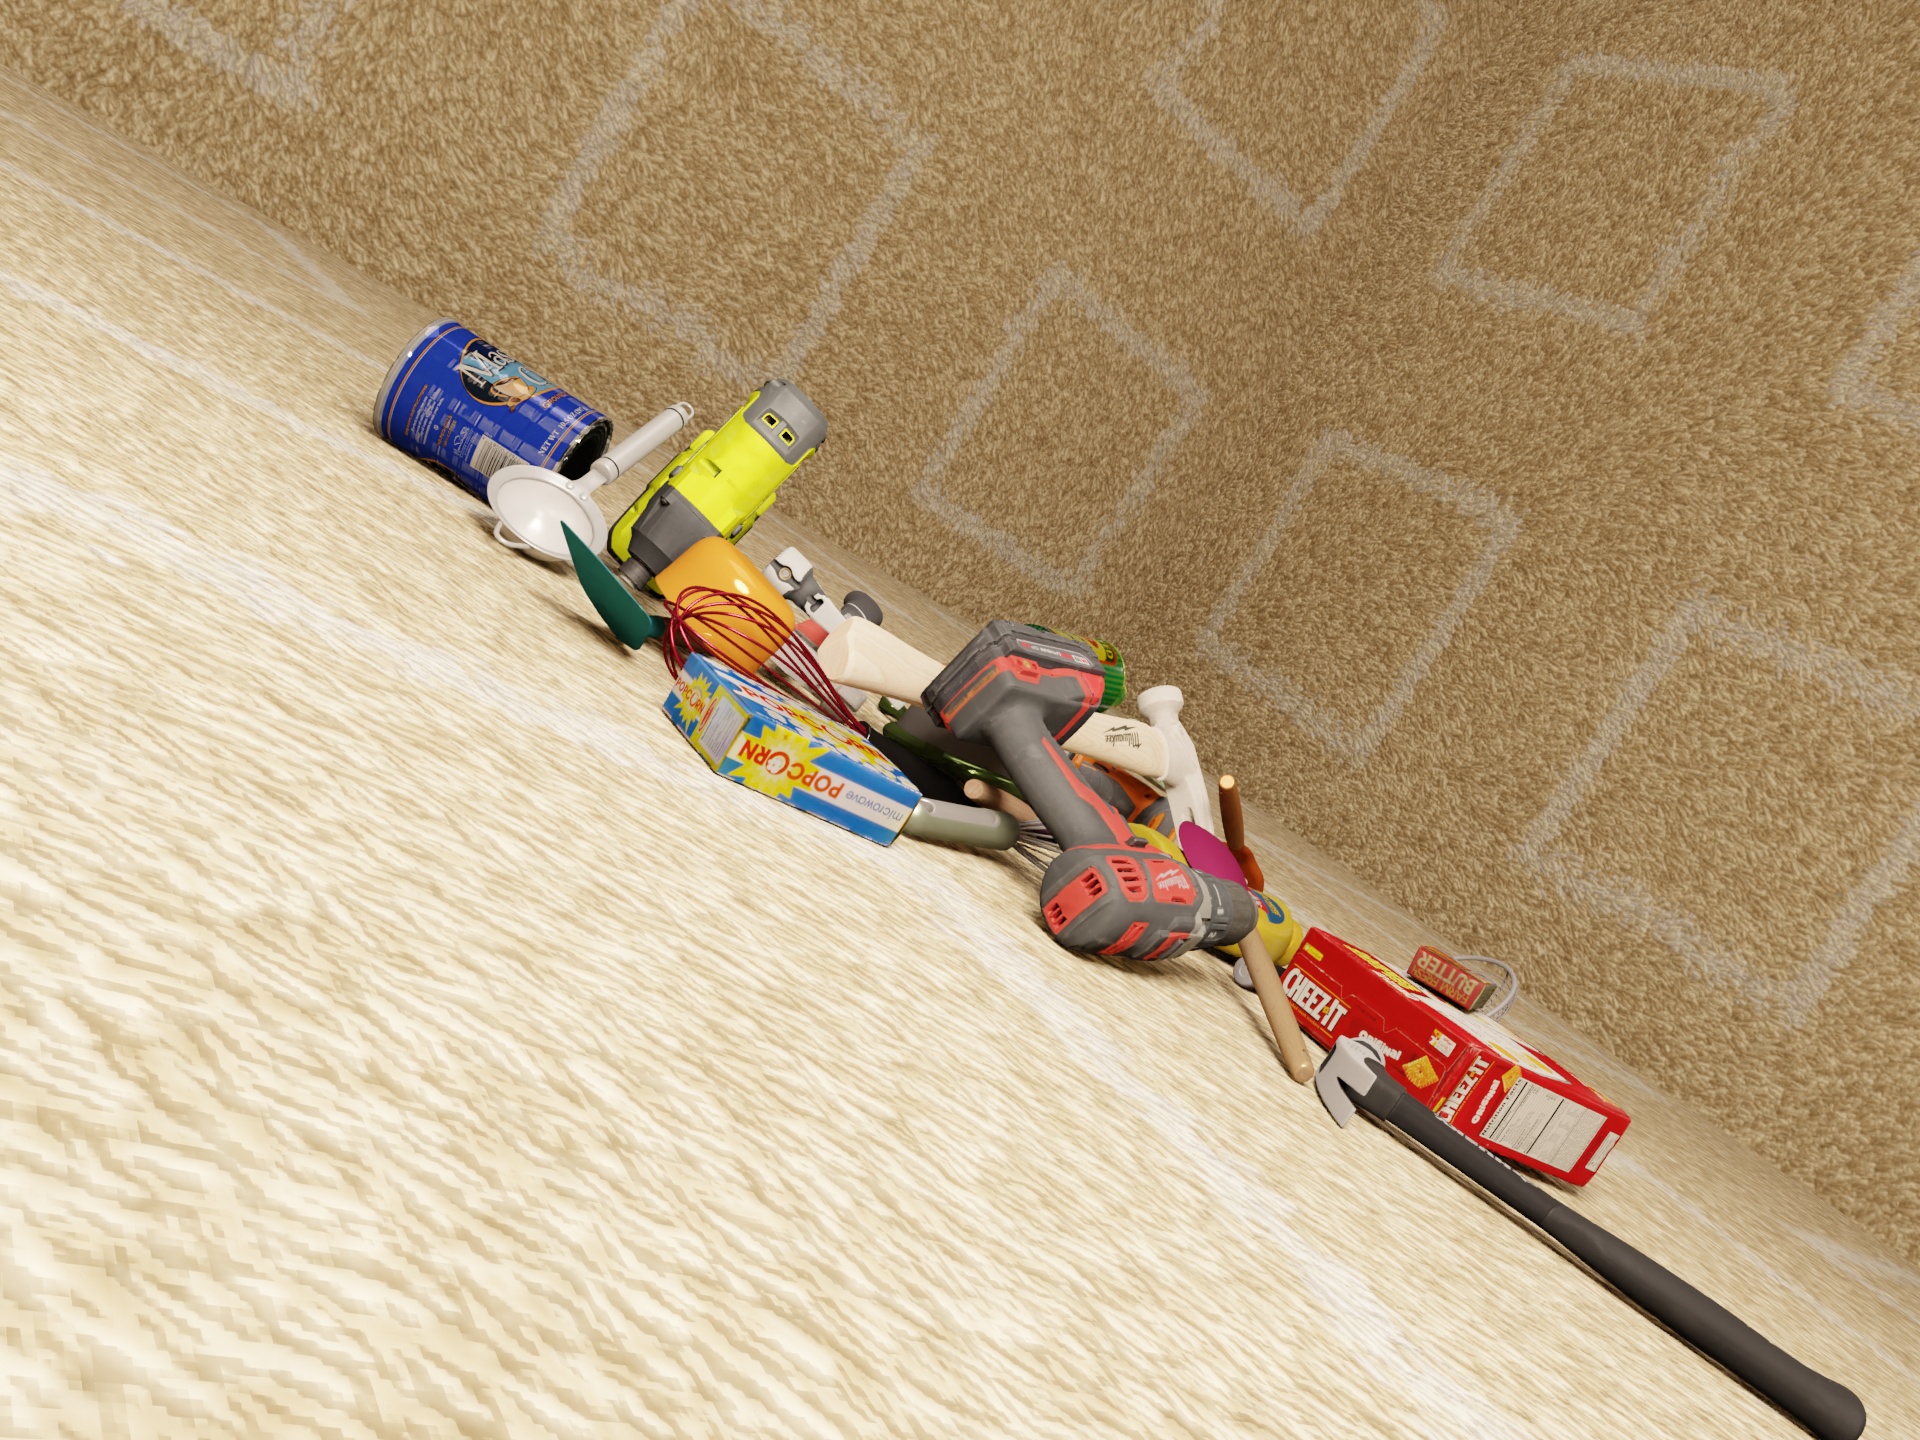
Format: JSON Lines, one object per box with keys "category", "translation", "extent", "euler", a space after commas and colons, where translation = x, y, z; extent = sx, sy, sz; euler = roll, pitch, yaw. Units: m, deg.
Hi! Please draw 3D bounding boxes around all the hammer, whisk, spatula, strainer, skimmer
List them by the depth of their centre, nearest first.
{"category": "hammer", "translation": [0.351, 0.293, 0.912], "extent": [0.335, 0.035, 0.146], "euler": [35, 6, 20]}
{"category": "whisk", "translation": [-0.078, 0.003, 1.001], "extent": [0.295, 0.073, 0.073], "euler": [36, 2, -41]}
{"category": "whisk", "translation": [0.034, 0.073, 1.033], "extent": [0.058, 0.059, 0.246], "euler": [48, 18, 31]}
{"category": "spatula", "translation": [-0.184, -0.066, 1.057], "extent": [0.082, 0.044, 0.317], "euler": [47, 7, 10]}
{"category": "strainer", "translation": [-0.258, -0.171, 1.131], "extent": [0.087, 0.050, 0.258], "euler": [41, 41, -4]}
{"category": "spatula", "translation": [0.043, 0.068, 1.160], "extent": [0.060, 0.018, 0.315], "euler": [28, -2, 16]}
{"category": "hammer", "translation": [0.055, 0.008, 1.166], "extent": [0.410, 0.038, 0.146], "euler": [16, 55, -47]}
{"category": "skimmer", "translation": [0.326, 0.201, 1.273], "extent": [0.127, 0.090, 0.363], "euler": [-7, -21, 42]}
{"category": "strainer", "translation": [-0.002, -0.004, 1.284], "extent": [0.151, 0.069, 0.257], "euler": [21, 5, -29]}
{"category": "hammer", "translation": [-0.133, -0.073, 1.332], "extent": [0.149, 0.036, 0.359], "euler": [44, 4, -4]}
{"category": "spatula", "translation": [0.232, 0.107, 1.379], "extent": [0.081, 0.041, 0.322], "euler": [39, -8, 21]}
{"category": "hammer", "translation": [-0.091, -0.087, 1.397], "extent": [0.149, 0.036, 0.409], "euler": [45, 4, -4]}

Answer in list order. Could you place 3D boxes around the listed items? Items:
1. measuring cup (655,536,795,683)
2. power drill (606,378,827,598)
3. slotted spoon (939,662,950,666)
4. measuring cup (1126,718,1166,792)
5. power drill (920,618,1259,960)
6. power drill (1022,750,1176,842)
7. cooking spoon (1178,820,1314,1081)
{"category": "measuring cup", "translation": [-0.119, -0.048, 1.033], "extent": [0.173, 0.052, 0.095], "euler": [45, 3, -18]}
{"category": "power drill", "translation": [-0.188, -0.154, 1.145], "extent": [0.080, 0.171, 0.223], "euler": [45, -11, -12]}
{"category": "slotted spoon", "translation": [0.009, -0.044, 1.498], "extent": [0.070, 0.031, 0.314], "euler": [31, -15, -29]}
{"category": "measuring cup", "translation": [0.147, 0.012, 1.466], "extent": [0.083, 0.038, 0.168], "euler": [38, 1, -37]}
{"category": "power drill", "translation": [0.090, 0.053, 1.008], "extent": [0.187, 0.080, 0.227], "euler": [12, 41, -49]}
{"category": "power drill", "translation": [0.086, 0.040, 1.430], "extent": [0.164, 0.084, 0.226], "euler": [36, 3, 41]}
{"category": "cooking spoon", "translation": [0.196, 0.147, 1.083], "extent": [0.068, 0.017, 0.319], "euler": [36, 17, -16]}
